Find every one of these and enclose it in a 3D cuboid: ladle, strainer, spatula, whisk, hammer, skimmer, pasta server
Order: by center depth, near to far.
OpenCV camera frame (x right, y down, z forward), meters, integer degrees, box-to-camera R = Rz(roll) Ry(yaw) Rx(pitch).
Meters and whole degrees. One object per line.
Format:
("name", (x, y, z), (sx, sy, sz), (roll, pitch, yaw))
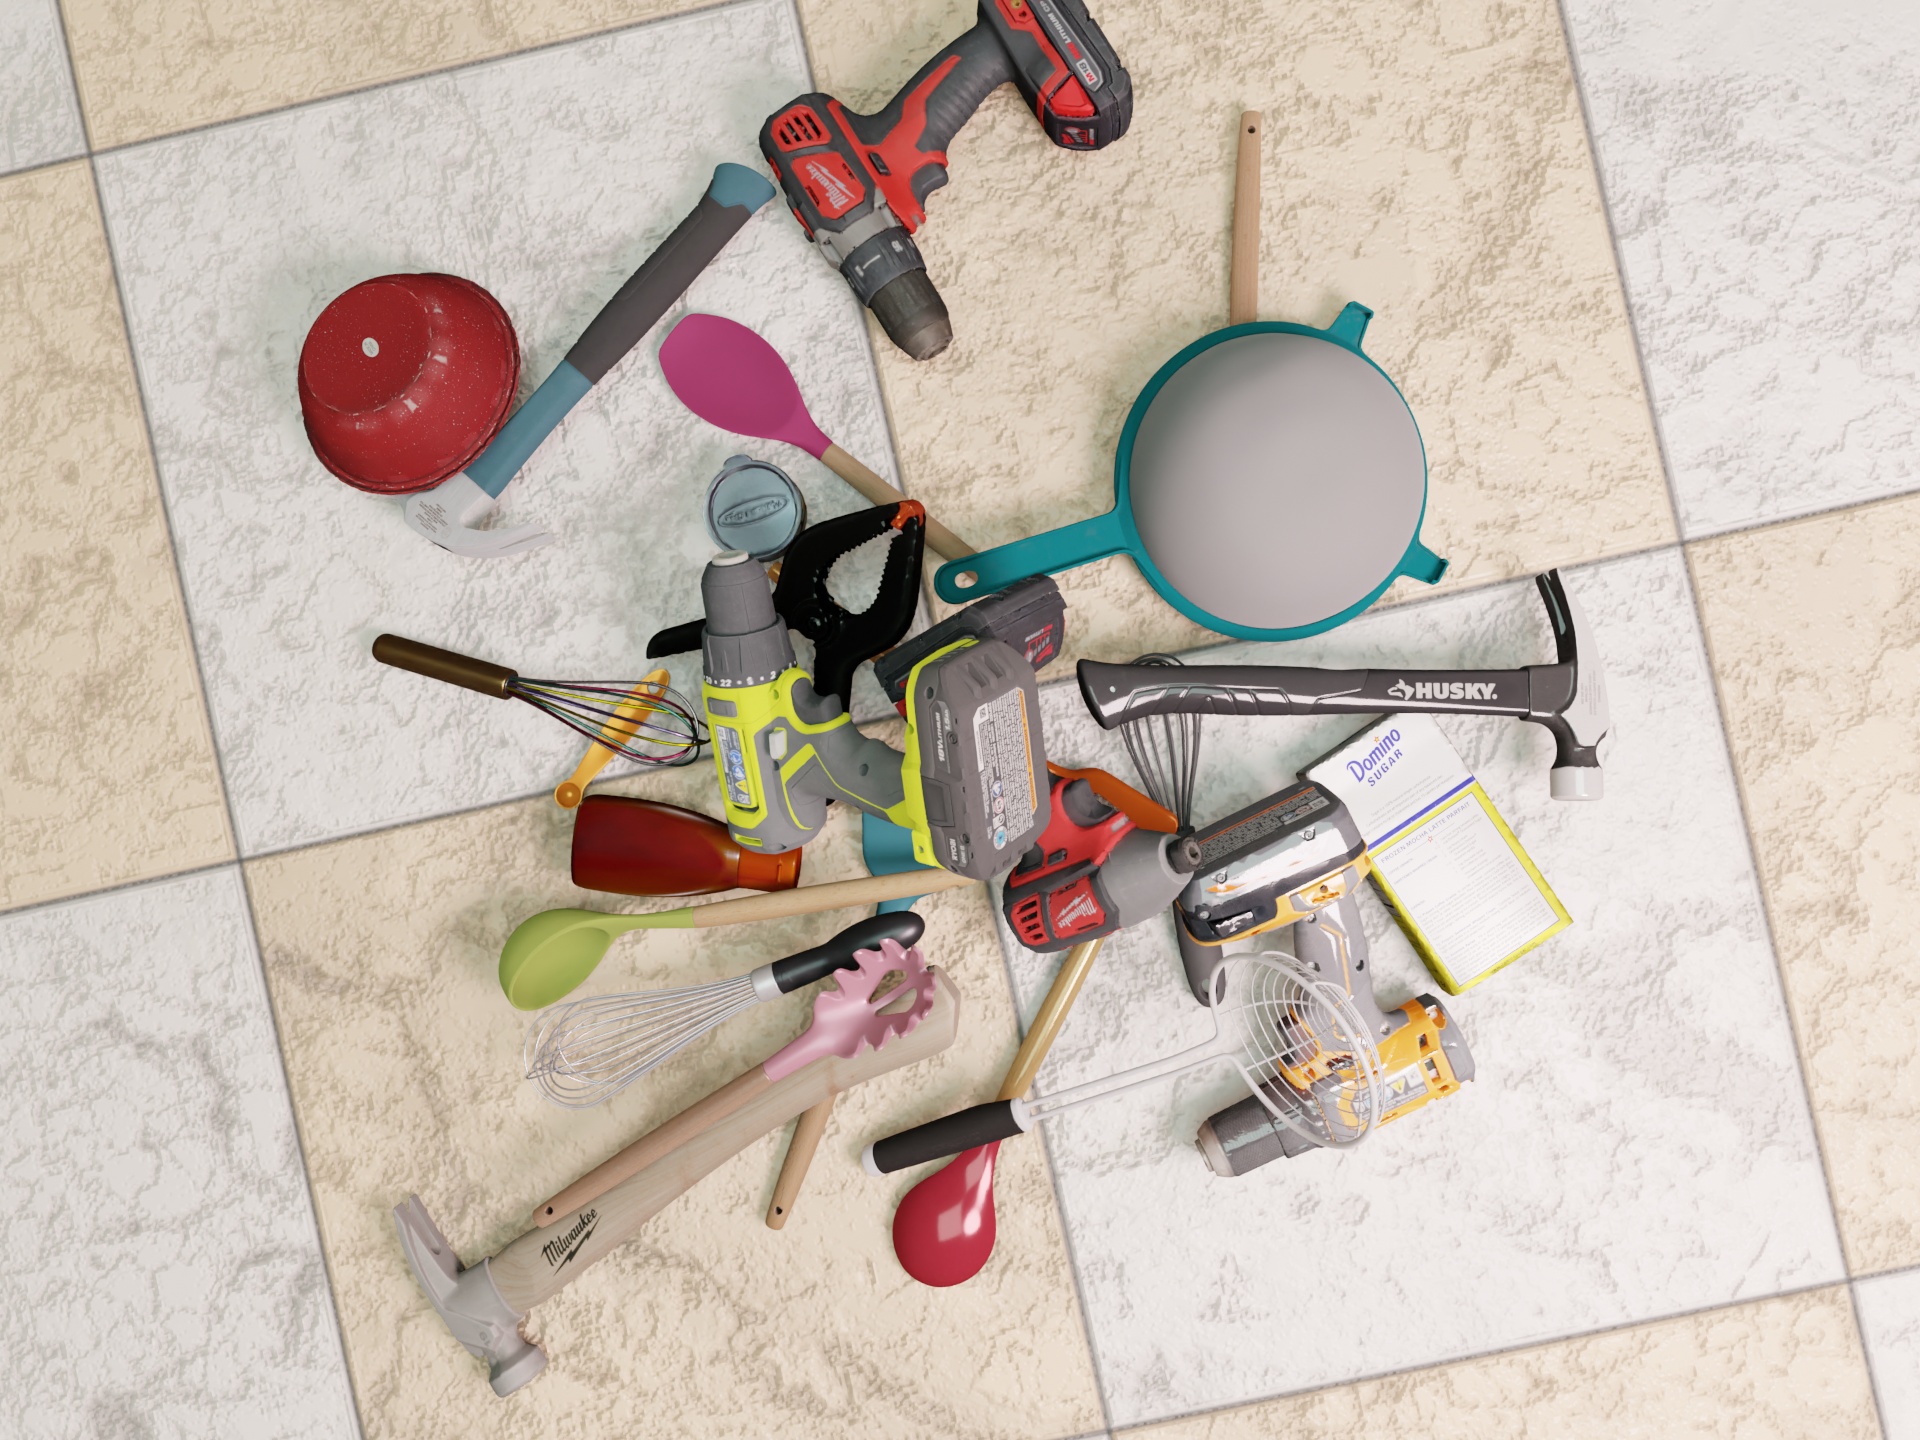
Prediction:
("skimmer", (0.081, 0.236, 0.965), (0.363, 0.090, 0.127), (-24, 96, 24))
("strainer", (0.149, -0.136, 1.004), (0.340, 0.095, 0.211), (-18, 93, -6))
("pasta server", (-0.146, 0.236, 1.004), (0.316, 0.040, 0.060), (-33, 74, 8))
("hammer", (0.240, -0.024, 1.006), (0.334, 0.035, 0.146), (1, 85, -2))
("ladle", (-0.146, 0.135, 1.032), (0.320, 0.078, 0.062), (-10, 66, 8))
("whisk", (-0.154, 0.183, 1.034), (0.284, 0.070, 0.070), (-21, 89, 6))
("hammer", (-0.180, 0.277, 1.045), (0.410, 0.038, 0.146), (-35, 87, 7))
("whisk", (0.147, 0.073, 1.050), (0.055, 0.055, 0.239), (-11, 93, 2))
("spatula", (-0.002, -0.003, 1.055), (0.322, 0.041, 0.081), (38, 106, 3))
("spatula", (-0.074, 0.192, 1.056), (0.082, 0.044, 0.317), (20, 92, 6))
("ladle", (0.042, 0.236, 1.061), (0.069, 0.031, 0.315), (27, 89, 6))
("spatula", (0.190, -0.247, 1.062), (0.060, 0.018, 0.316), (1, 91, -1))
("hammer", (-0.247, -0.244, 1.063), (0.128, 0.033, 0.331), (41, 89, 16))
("whisk", (-0.280, -0.018, 1.065), (0.245, 0.051, 0.047), (16, 50, 9))

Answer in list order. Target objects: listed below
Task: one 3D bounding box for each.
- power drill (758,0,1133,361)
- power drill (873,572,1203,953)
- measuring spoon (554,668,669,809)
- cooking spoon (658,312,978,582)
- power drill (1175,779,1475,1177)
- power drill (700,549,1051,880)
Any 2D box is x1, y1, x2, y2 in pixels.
("power drill", (0.003, -0.364, 1.043), (0.226, 0.080, 0.188), (-32, 88, 4))
("power drill", (0.053, 0.030, 0.976), (0.143, 0.078, 0.219), (-27, 92, 43))
("measuring spoon", (-0.235, 0.012, 1.081), (0.021, 0.011, 0.117), (37, 87, 7))
("cooking spoon", (-0.070, -0.165, 1.071), (0.319, 0.017, 0.069), (38, 88, 2))
("power drill", (0.205, 0.175, 1.012), (0.185, 0.084, 0.226), (-26, 106, 1))
("power drill", (-0.066, -0.002, 0.953), (0.229, 0.080, 0.190), (9, 116, 37))
